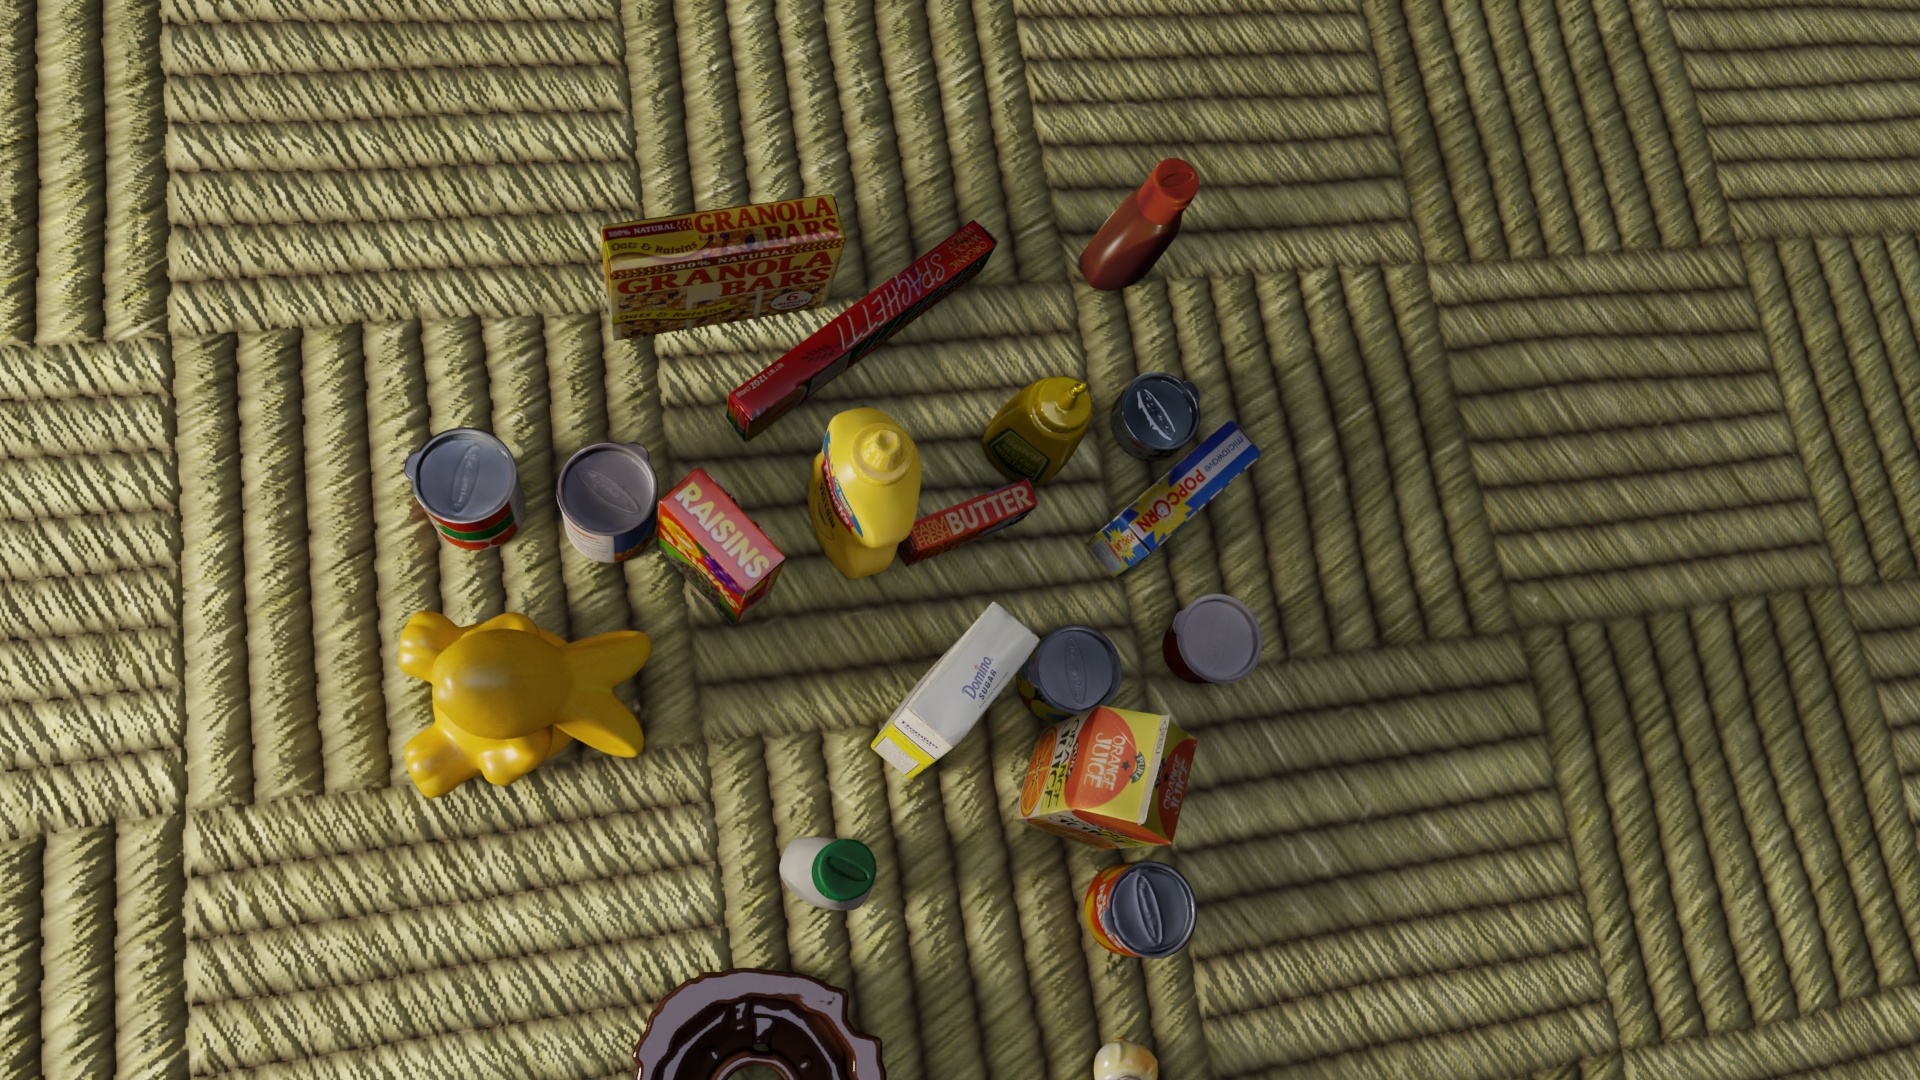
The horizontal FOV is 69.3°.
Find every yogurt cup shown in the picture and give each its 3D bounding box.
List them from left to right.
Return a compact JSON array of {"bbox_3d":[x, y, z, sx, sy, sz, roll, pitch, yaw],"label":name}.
[{"bbox_3d":[0.189,0.079,1.060,0.072,0.053,0.072,3,75,-12],"label":"yogurt cup"}]

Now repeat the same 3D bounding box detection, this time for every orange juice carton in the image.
[{"bbox_3d":[0.101,0.163,0.944,0.073,0.192,0.072,20,72,-7],"label":"orange juice carton"}]

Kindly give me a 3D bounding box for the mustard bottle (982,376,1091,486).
[{"bbox_3d":[0.062,-0.086,1.019,0.065,0.159,0.049,37,71,-1],"label":"mustard bottle"}]

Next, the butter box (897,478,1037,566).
[{"bbox_3d":[0.004,-0.013,1.043,0.104,0.053,0.024,-21,81,-17],"label":"butter box"}]

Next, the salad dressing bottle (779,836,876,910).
[{"bbox_3d":[-0.083,0.218,0.911,0.064,0.147,0.044,27,72,-5],"label":"salad dressing bottle"}]

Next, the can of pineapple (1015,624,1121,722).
[{"bbox_3d":[0.077,0.099,1.027,0.071,0.057,0.071,3,75,-12],"label":"can of pineapple"}]

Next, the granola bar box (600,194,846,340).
[{"bbox_3d":[-0.175,-0.199,1.014,0.166,0.124,0.039,-12,79,-15],"label":"granola bar box"}]

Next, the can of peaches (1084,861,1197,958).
[{"bbox_3d":[0.126,0.264,0.994,0.071,0.058,0.071,3,75,-12],"label":"can of peaches"}]

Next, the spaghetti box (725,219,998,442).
[{"bbox_3d":[-0.074,-0.163,1.067,0.251,0.050,0.028,-39,87,-19],"label":"spaghetti box"}]

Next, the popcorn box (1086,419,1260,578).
[{"bbox_3d":[0.163,-0.031,1.067,0.127,0.085,0.038,-40,87,-19],"label":"popcorn box"}]

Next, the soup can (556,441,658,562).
[{"bbox_3d":[-0.244,-0.027,0.974,0.071,0.083,0.071,3,75,-12],"label":"soup can"}]

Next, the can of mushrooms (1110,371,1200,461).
[{"bbox_3d":[0.157,-0.100,1.111,0.071,0.033,0.071,3,75,-12],"label":"can of mushrooms"}]

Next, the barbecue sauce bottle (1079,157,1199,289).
[{"bbox_3d":[0.143,-0.246,1.086,0.065,0.148,0.044,-20,81,-17],"label":"barbecue sauce bottle"}]

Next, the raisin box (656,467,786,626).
[{"bbox_3d":[-0.167,0.007,0.961,0.040,0.123,0.086,-43,88,-19],"label":"raisin box"}]

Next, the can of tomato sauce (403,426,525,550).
[{"bbox_3d":[-0.338,-0.033,0.954,0.071,0.083,0.071,3,75,-12],"label":"can of tomato sauce"}]
